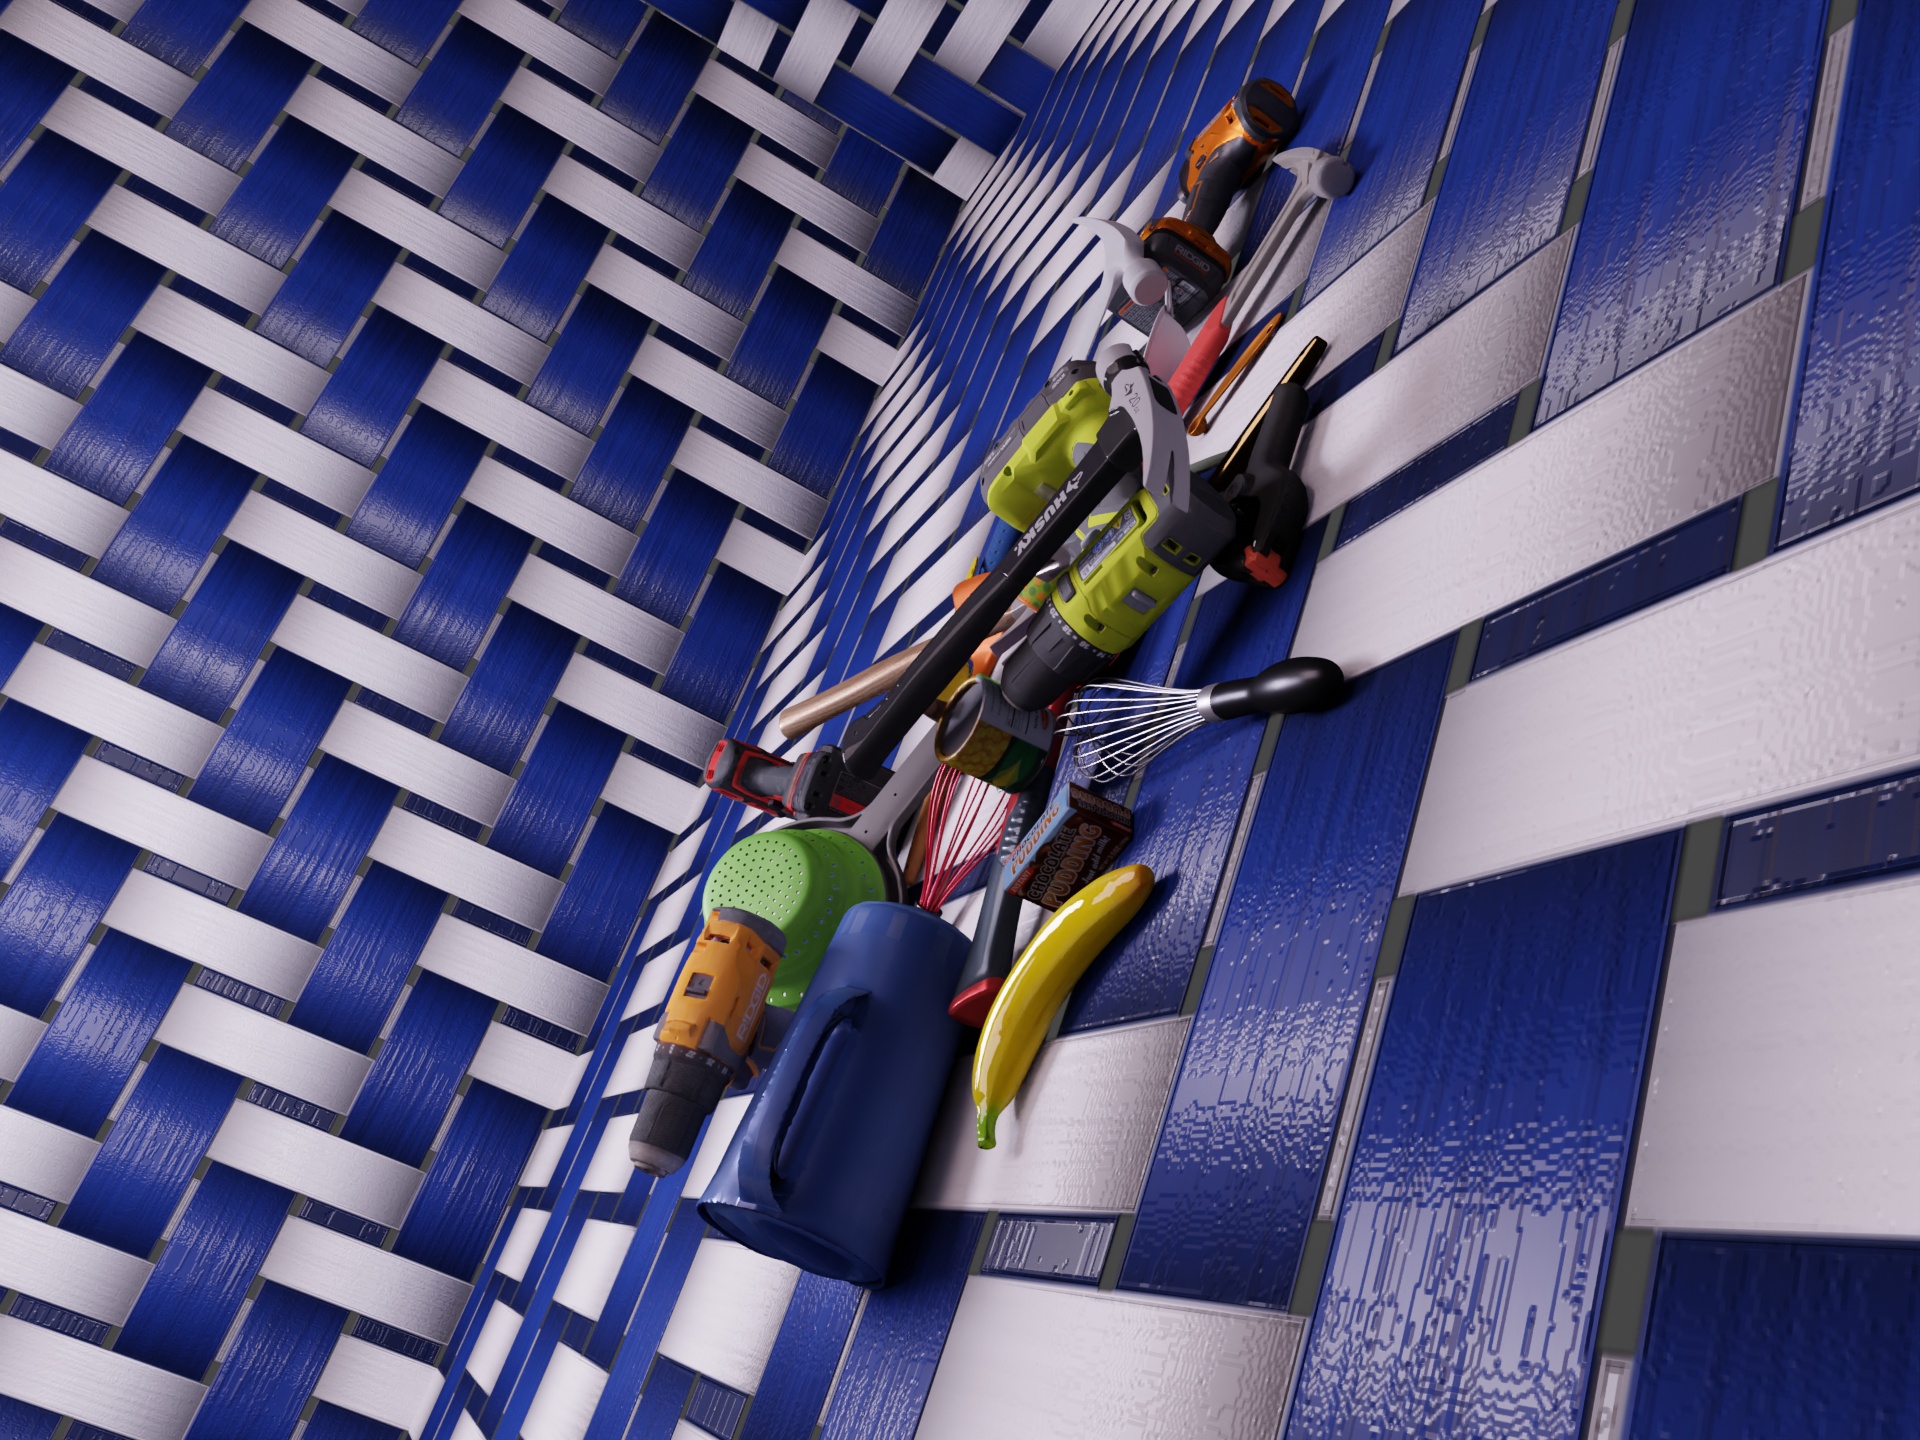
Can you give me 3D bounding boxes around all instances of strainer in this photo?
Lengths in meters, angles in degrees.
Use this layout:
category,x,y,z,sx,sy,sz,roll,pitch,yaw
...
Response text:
category,x,y,z,sx,sy,sz,roll,pitch,yaw
strainer,0.150,-0.254,1.391,0.258,0.050,0.087,-67,-12,9

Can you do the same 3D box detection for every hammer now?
category,x,y,z,sx,sy,sz,roll,pitch,yaw
hammer,-0.040,-0.055,1.467,0.331,0.031,0.130,-26,31,29
hammer,0.048,0.031,1.143,0.143,0.038,0.386,-19,50,57
hammer,0.026,-0.081,1.034,0.334,0.035,0.146,-49,33,25
hammer,0.198,-0.304,1.315,0.359,0.036,0.149,-59,14,15
hammer,0.084,-0.275,1.488,0.144,0.035,0.405,-112,33,-41

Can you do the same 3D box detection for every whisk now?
category,x,y,z,sx,sy,sz,roll,pitch,yaw
whisk,0.137,-0.008,0.953,0.284,0.070,0.070,-17,48,65
whisk,-0.017,0.130,1.254,0.073,0.073,0.296,-118,50,-73

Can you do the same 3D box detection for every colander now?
category,x,y,z,sx,sy,sz,roll,pitch,yaw
colander,-0.105,0.099,1.390,0.205,0.094,0.397,30,77,36

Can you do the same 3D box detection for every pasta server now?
category,x,y,z,sx,sy,sz,roll,pitch,yaw
pasta server,-0.002,-0.004,1.258,0.060,0.040,0.316,-35,-9,5

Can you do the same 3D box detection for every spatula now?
category,x,y,z,sx,sy,sz,roll,pitch,yaw
spatula,-0.009,0.004,1.482,0.081,0.041,0.323,-10,52,42

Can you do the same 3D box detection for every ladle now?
category,x,y,z,sx,sy,sz,roll,pitch,yaw
ladle,0.166,-0.142,1.152,0.315,0.031,0.069,-56,25,20

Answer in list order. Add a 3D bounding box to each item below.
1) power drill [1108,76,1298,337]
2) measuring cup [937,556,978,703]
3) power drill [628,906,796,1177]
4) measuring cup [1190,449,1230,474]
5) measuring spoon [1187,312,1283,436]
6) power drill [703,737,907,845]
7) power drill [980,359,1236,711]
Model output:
category,x,y,z,sx,sy,sz,roll,pitch,yaw
power drill,0.216,-0.464,1.467,0.226,0.084,0.164,-63,12,-19
measuring cup,0.003,-0.085,1.584,0.062,0.029,0.156,-174,102,-75
power drill,-0.149,0.263,1.150,0.084,0.226,0.185,5,60,27
measuring cup,0.157,-0.165,1.217,0.167,0.038,0.083,-18,26,48
measuring spoon,0.217,-0.268,1.243,0.117,0.011,0.021,-53,16,24
power drill,-0.136,0.079,1.608,0.227,0.187,0.080,6,73,56
power drill,0.082,-0.128,1.089,0.190,0.080,0.229,-47,32,25
